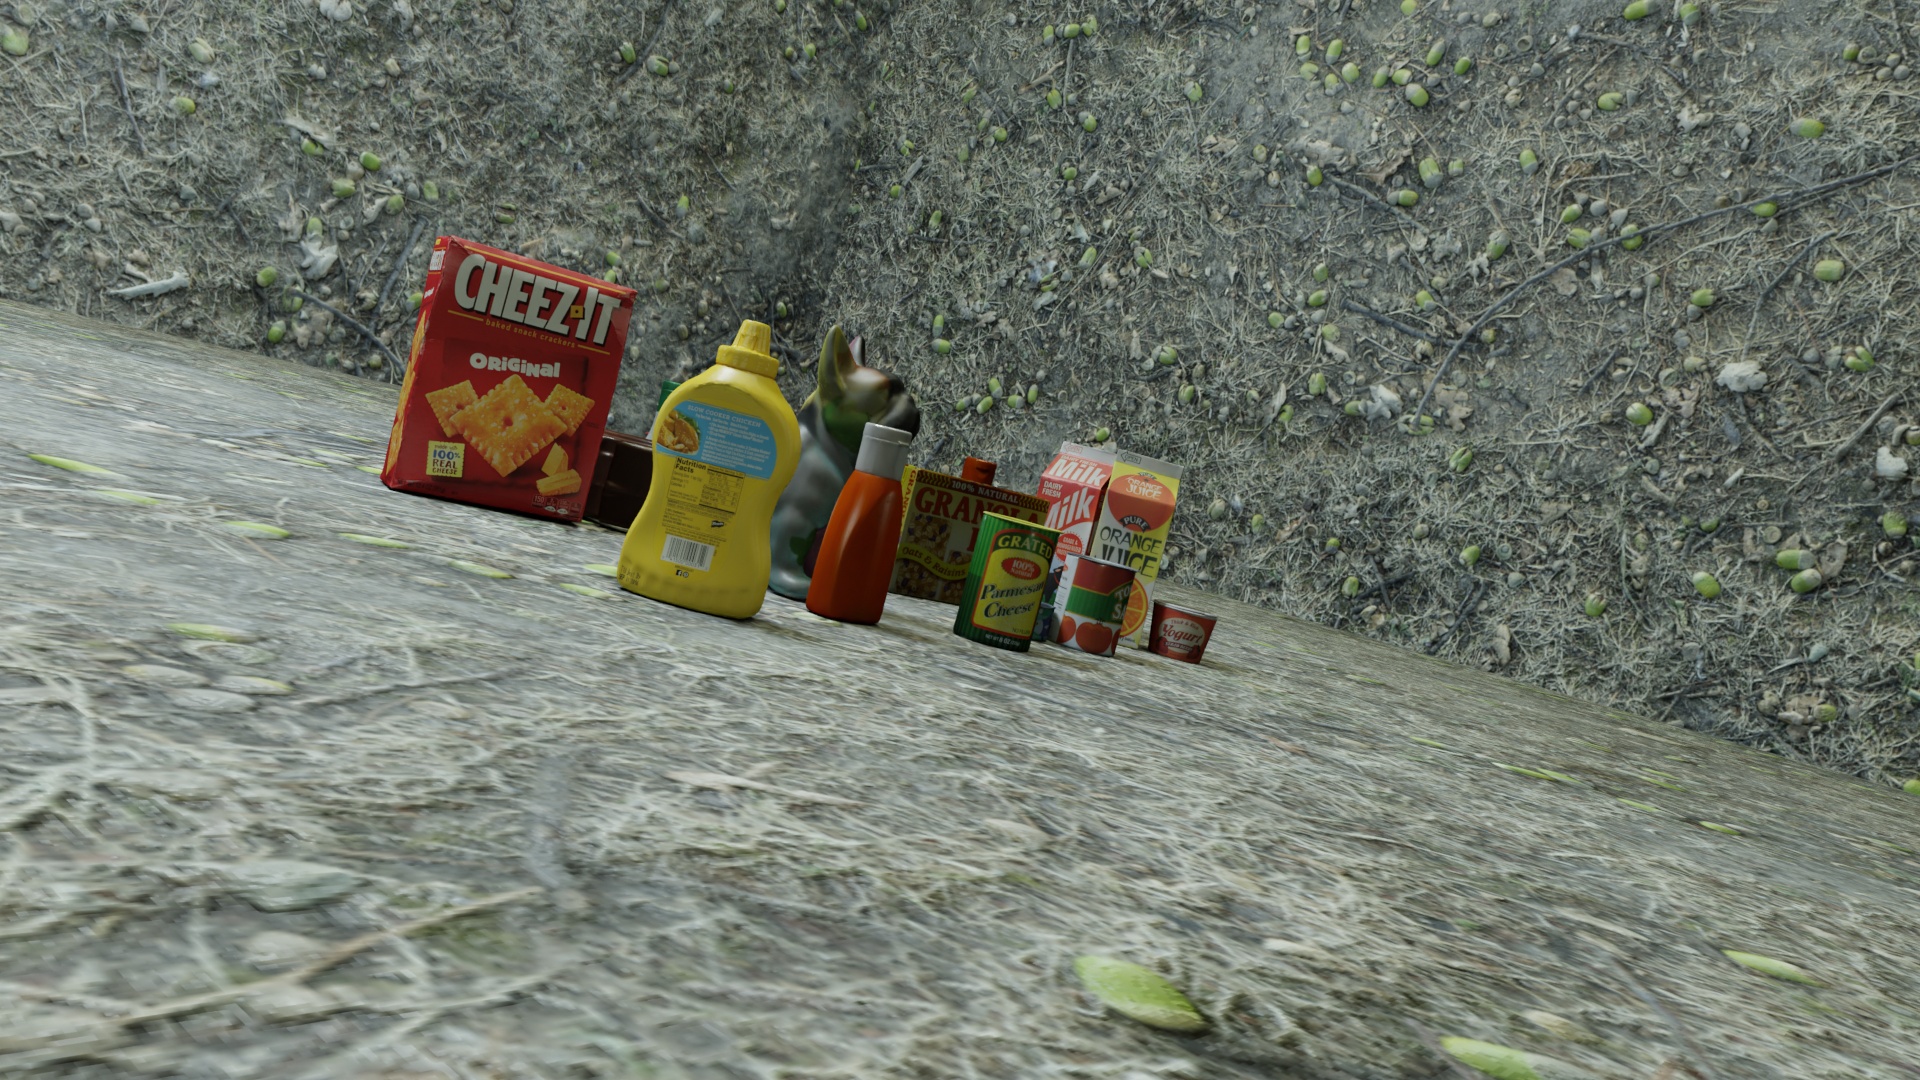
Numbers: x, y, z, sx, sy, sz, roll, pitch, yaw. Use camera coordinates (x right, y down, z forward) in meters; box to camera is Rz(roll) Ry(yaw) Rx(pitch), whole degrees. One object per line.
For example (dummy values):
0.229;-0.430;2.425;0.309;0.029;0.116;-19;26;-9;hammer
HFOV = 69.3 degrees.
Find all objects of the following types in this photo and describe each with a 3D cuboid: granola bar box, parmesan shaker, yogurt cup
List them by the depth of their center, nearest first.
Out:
0.041;0.034;1.141;0.071;0.103;0.071;14;2;-1;parmesan shaker
0.001;0.001;1.388;0.166;0.124;0.039;13;3;-35;granola bar box
0.224;0.093;1.420;0.072;0.054;0.072;14;3;-1;yogurt cup

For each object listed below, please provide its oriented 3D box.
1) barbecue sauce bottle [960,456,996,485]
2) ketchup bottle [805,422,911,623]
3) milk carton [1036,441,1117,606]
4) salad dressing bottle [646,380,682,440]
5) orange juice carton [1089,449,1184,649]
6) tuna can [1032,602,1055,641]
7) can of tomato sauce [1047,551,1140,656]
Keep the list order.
0.006;-0.020;1.579;0.065;0.148;0.043;14;2;-13;barbecue sauce bottle
-0.071;-0.013;1.048;0.043;0.148;0.065;16;3;38;ketchup bottle
0.120;-0.009;1.514;0.072;0.190;0.073;15;2;25;milk carton
-0.345;-0.111;1.618;0.064;0.147;0.044;14;2;-23;salad dressing bottle
0.172;0.008;1.424;0.072;0.192;0.073;15;2;6;orange juice carton
0.051;0.068;1.257;0.071;0.033;0.071;14;3;-1;tuna can
0.122;0.059;1.276;0.071;0.083;0.071;14;2;-1;can of tomato sauce
